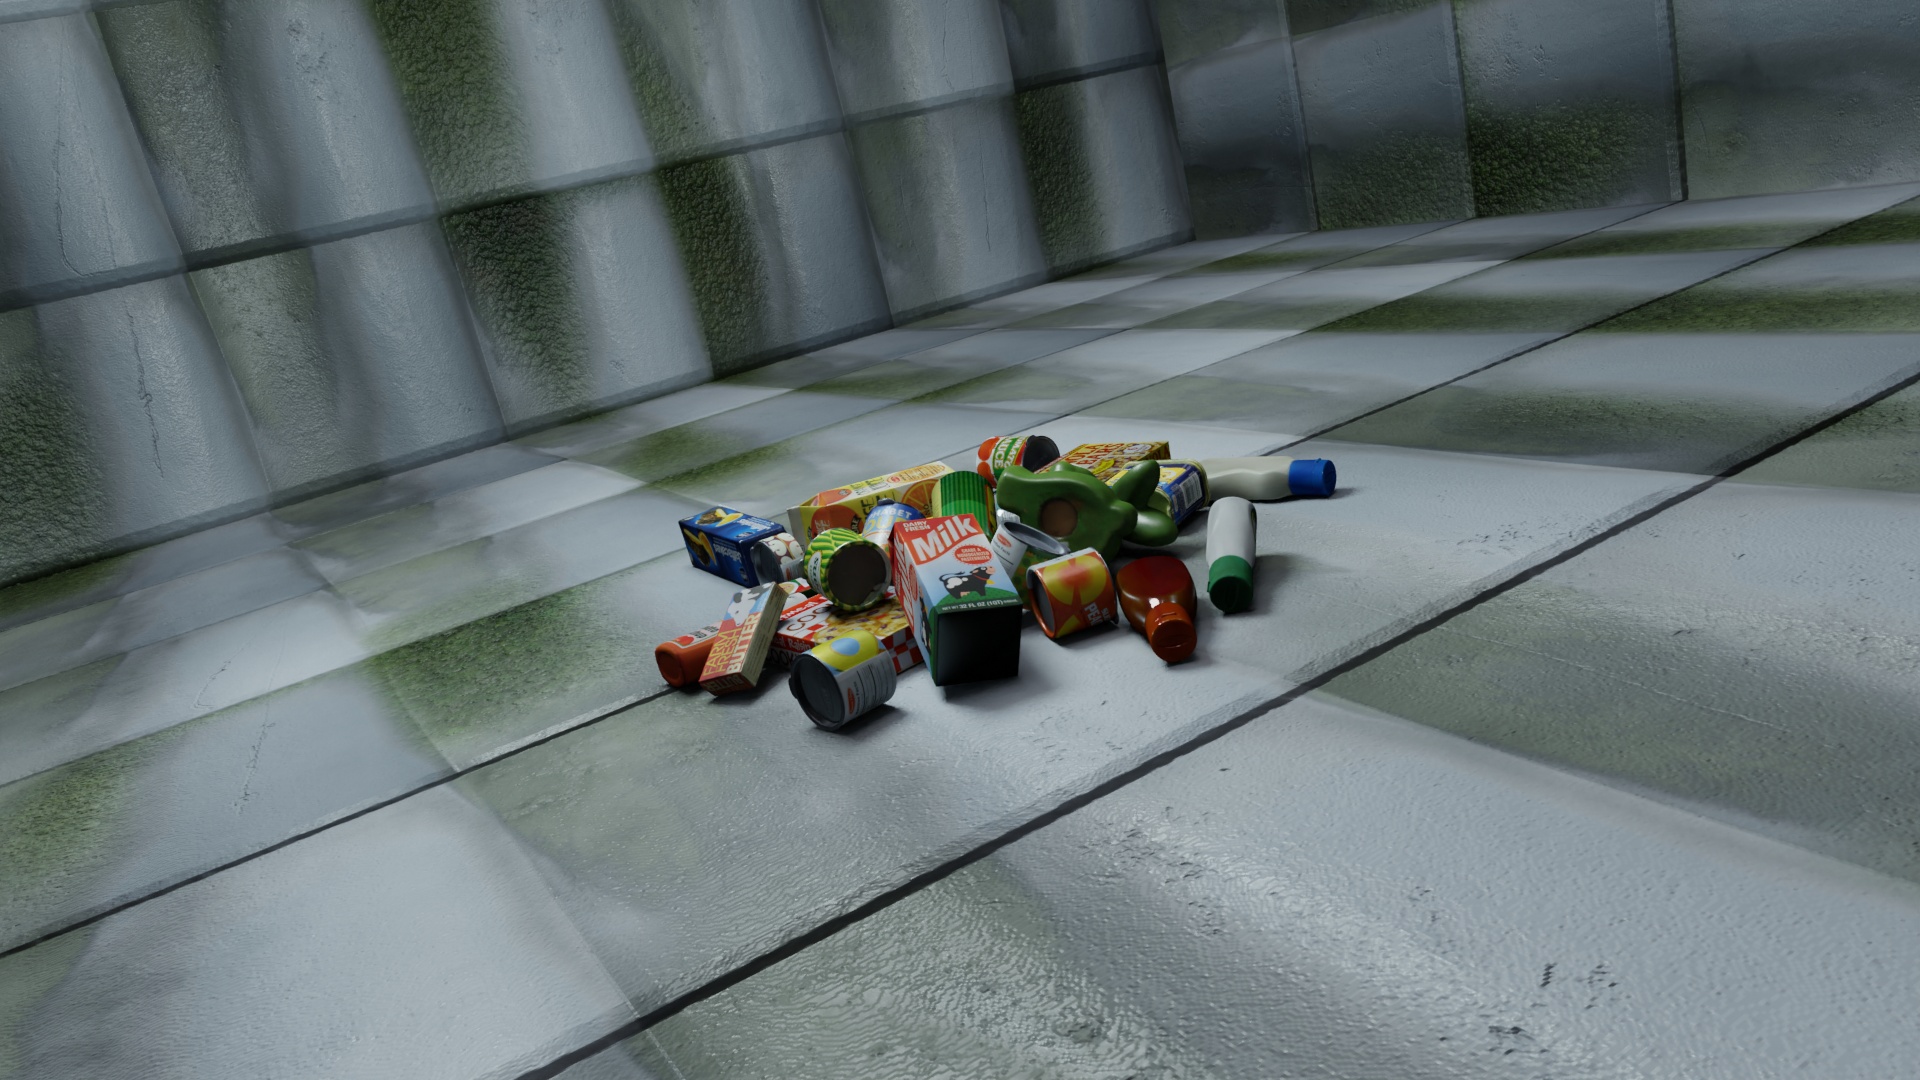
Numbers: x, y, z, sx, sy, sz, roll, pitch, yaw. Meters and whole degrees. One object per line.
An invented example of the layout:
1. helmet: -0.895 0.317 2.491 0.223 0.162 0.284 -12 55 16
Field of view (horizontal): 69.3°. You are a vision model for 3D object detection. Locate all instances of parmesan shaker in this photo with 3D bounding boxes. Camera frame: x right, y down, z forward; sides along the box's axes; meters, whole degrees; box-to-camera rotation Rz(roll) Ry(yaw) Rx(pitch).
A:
1. parmesan shaker: 0.005 -0.018 1.401 0.071 0.071 0.103 -11 39 6

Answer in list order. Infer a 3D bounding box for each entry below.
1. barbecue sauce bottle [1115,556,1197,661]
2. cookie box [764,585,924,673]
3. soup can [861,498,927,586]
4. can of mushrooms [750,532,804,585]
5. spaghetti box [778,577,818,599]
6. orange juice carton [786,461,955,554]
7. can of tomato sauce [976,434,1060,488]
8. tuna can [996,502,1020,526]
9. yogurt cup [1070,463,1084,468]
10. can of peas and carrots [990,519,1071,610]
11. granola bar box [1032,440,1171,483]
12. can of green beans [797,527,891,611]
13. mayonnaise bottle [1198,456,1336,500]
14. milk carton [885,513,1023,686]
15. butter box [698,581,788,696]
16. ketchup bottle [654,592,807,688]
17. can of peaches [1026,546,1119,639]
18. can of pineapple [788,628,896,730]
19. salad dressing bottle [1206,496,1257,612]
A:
1. barbecue sauce bottle: 0.165 0.055 1.138 0.065 0.043 0.149 -10 16 4
2. cookie box: -0.093 0.082 1.255 0.123 0.040 0.167 -25 20 -36
3. soup can: -0.071 0.011 1.374 0.071 0.071 0.084 -7 40 20
4. can of mushrooms: -0.192 0.026 1.475 0.033 0.071 0.071 -21 17 -30
5. spaghetti box: -0.100 0.037 1.435 0.251 0.028 0.050 -18 16 -17
6. orange juice carton: -0.097 -0.028 1.580 0.193 0.071 0.073 -16 15 -11
7. can of tomato sauce: 0.069 -0.095 1.687 0.071 0.071 0.083 -25 19 -38
8. tuna can: 0.059 -0.011 1.411 0.033 0.071 0.071 -12 15 6
9. yogurt cup: 0.110 -0.041 1.482 0.072 0.072 0.054 0 28 38
10. can of peas and carrots: 0.056 0.023 1.238 0.071 0.058 0.071 23 14 -6
11. granola bar box: 0.150 -0.070 1.591 0.124 0.039 0.166 1 21 38
12. can of green beans: -0.102 0.026 1.256 0.071 0.071 0.058 -19 18 -21
13. mayonnaise bottle: 0.313 -0.064 1.441 0.148 0.041 0.065 1 22 38
14. milk carton: -0.010 0.036 1.173 0.072 0.073 0.191 -6 31 -14
15. butter box: -0.193 0.087 1.240 0.053 0.024 0.104 -15 43 34
16. ketchup bottle: -0.208 0.092 1.305 0.149 0.043 0.064 -22 11 -33
17. can of peaches: 0.095 0.047 1.184 0.058 0.071 0.071 -17 16 -13
18. can of pineapple: -0.094 0.109 1.109 0.058 0.070 0.071 -24 19 -39
19. salad dressing bottle: 0.236 0.012 1.207 0.044 0.064 0.148 7 28 9
